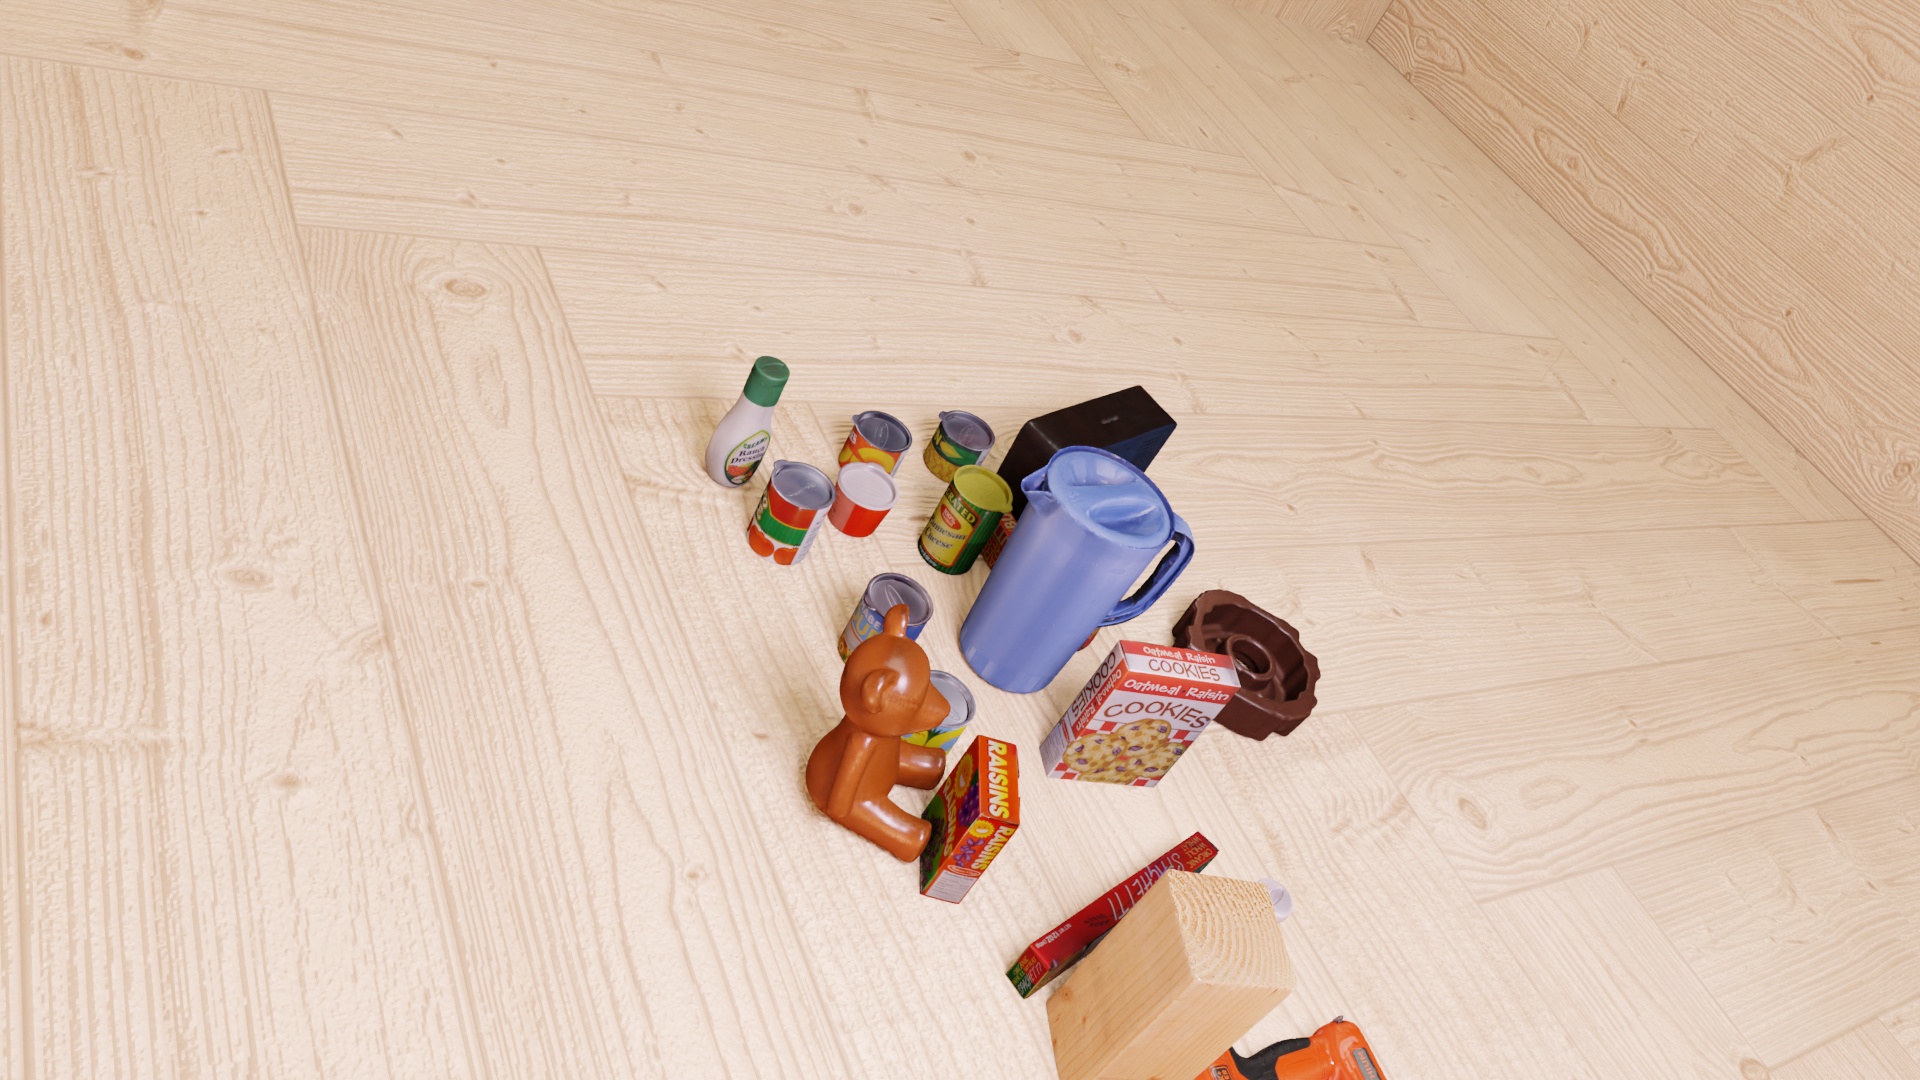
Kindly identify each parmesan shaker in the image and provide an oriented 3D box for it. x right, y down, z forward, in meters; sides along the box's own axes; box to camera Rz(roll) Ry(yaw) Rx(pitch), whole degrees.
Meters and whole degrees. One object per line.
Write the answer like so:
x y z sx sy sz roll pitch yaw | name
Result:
0.005 -0.018 1.459 0.071 0.102 0.072 18 39 -16 | parmesan shaker

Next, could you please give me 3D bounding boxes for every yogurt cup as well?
-0.105 -0.040 1.451 0.072 0.053 0.073 18 39 -15 | yogurt cup

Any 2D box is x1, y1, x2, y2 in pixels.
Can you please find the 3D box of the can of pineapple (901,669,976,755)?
-0.029 0.162 1.273 0.071 0.057 0.071 18 39 -15 | can of pineapple

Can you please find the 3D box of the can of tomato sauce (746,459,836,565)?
-0.170 -0.027 1.371 0.071 0.082 0.071 18 39 -15 | can of tomato sauce

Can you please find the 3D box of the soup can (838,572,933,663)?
-0.074 0.082 1.312 0.071 0.083 0.072 18 39 -15 | soup can

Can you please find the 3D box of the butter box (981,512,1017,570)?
0.037 -0.011 1.511 0.024 0.052 0.104 -3 49 -36 | butter box

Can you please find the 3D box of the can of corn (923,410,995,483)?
-0.004 -0.107 1.587 0.071 0.058 0.071 18 39 -15 | can of corn

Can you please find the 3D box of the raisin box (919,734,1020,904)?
0.007 0.234 1.163 0.040 0.122 0.086 18 39 -15 | raisin box

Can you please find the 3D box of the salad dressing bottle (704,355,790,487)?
-0.212 -0.119 1.393 0.064 0.146 0.044 -18 58 -44 | salad dressing bottle

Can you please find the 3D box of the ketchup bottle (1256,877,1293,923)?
0.224 0.338 1.169 0.043 0.148 0.065 43 39 15 | ketchup bottle

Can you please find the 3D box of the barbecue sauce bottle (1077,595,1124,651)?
0.151 0.048 1.443 0.044 0.147 0.065 34 38 4 | barbecue sauce bottle

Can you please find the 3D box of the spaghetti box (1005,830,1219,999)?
0.138 0.322 1.210 0.251 0.050 0.029 -19 59 -44 | spaghetti box

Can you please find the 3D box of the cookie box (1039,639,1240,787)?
0.167 0.165 1.308 0.123 0.166 0.040 10 42 -24 | cookie box

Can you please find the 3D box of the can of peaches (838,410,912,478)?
-0.096 -0.100 1.521 0.071 0.057 0.071 18 39 -15 | can of peaches
